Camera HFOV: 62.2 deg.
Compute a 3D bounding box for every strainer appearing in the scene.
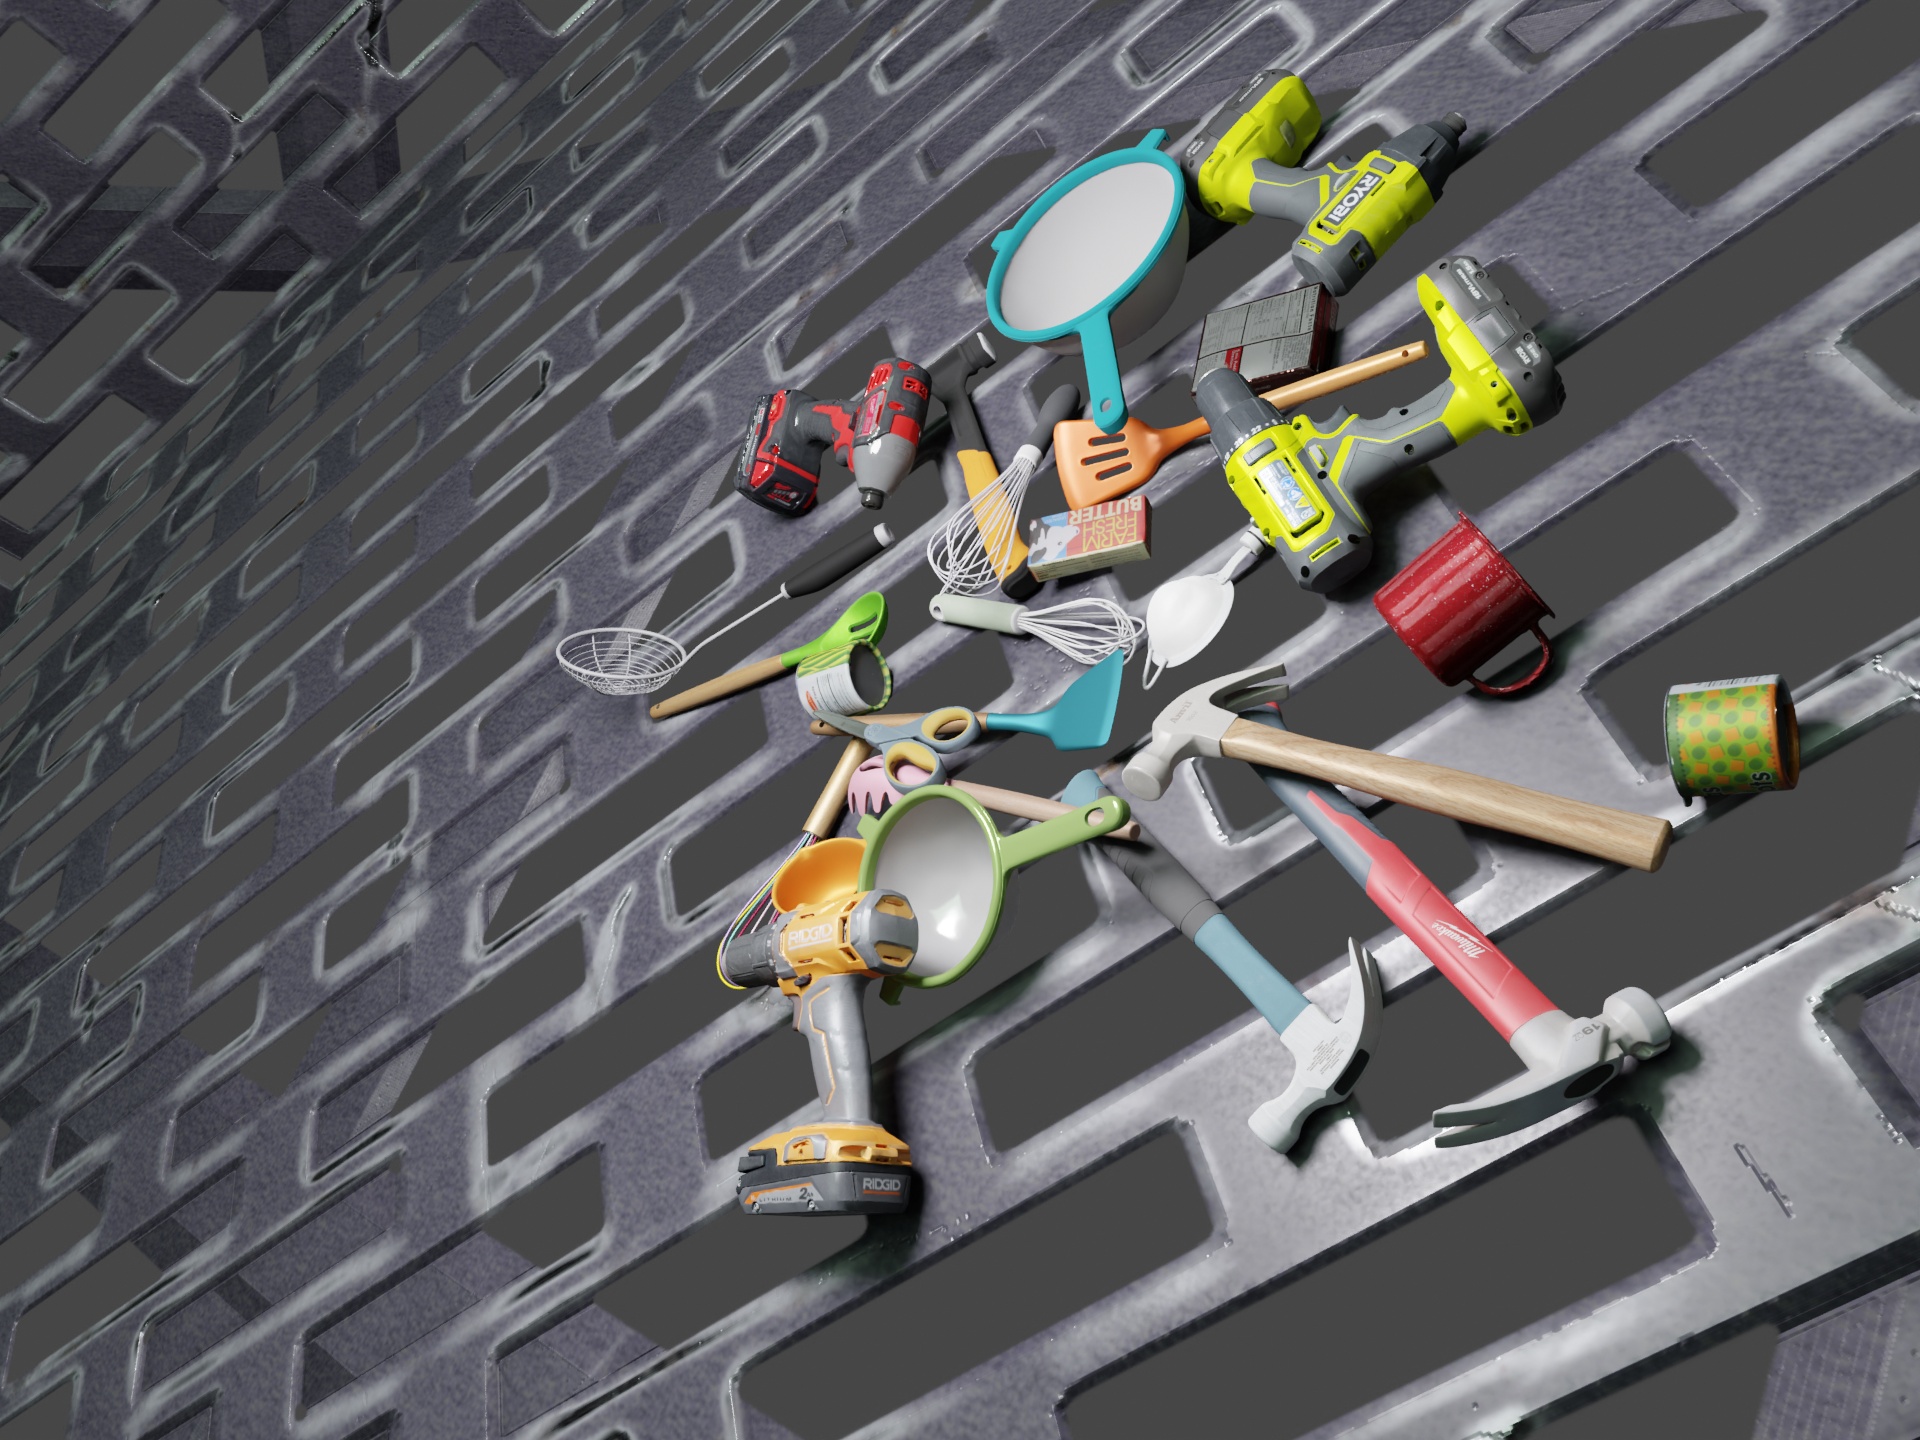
[{"bbox_3d":[0.034,0.108,1.164,0.256,0.069,0.152,-26,63,36],"label":"strainer"},{"bbox_3d":[0.136,-0.355,1.405,0.211,0.095,0.341,-27,47,28],"label":"strainer"},{"bbox_3d":[0.217,-0.132,1.220,0.258,0.050,0.087,-46,27,0],"label":"strainer"}]

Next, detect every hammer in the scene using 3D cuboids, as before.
[{"bbox_3d":[0.250,0.099,0.995,0.143,0.038,0.387,-23,38,-10],"label":"hammer"},{"bbox_3d":[0.275,0.035,1.008,0.331,0.031,0.130,15,49,34],"label":"hammer"},{"bbox_3d":[0.011,-0.227,1.468,0.127,0.034,0.337,-34,45,17],"label":"hammer"},{"bbox_3d":[0.161,0.135,1.081,0.128,0.033,0.331,-48,42,5],"label":"hammer"}]

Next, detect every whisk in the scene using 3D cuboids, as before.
[{"bbox_3d":[-0.139,0.115,1.350,0.047,0.051,0.245,6,63,49],"label":"whisk"},{"bbox_3d":[0.045,-0.204,1.370,0.070,0.070,0.285,-7,39,38],"label":"whisk"},{"bbox_3d":[0.057,-0.083,1.323,0.059,0.057,0.246,-31,28,-32],"label":"whisk"}]

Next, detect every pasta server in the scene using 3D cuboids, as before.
[{"bbox_3d":[0.017,0.064,1.225,0.060,0.040,0.316,-36,30,-33],"label":"pasta server"}]

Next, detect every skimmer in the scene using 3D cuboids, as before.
[{"bbox_3d":[-0.234,-0.122,1.564,0.363,0.090,0.127,-28,15,20],"label":"skimmer"}]

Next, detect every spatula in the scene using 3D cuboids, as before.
[{"bbox_3d":[0.219,-0.247,1.280,0.322,0.041,0.081,-14,86,38],"label":"spatula"},{"bbox_3d":[-0.002,-0.004,1.302,0.317,0.044,0.082,-3,64,33],"label":"spatula"}]

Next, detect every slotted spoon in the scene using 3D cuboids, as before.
[{"bbox_3d":[-0.185,-0.051,1.519,0.314,0.031,0.070,-19,50,33],"label":"slotted spoon"}]

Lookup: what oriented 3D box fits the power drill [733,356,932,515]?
[{"bbox_3d":[-0.122,-0.266,1.550,0.220,0.078,0.143,-1,73,48],"label":"power drill"}]

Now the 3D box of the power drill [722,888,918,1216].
[{"bbox_3d":[-0.113,0.246,1.171,0.185,0.084,0.226,-17,64,40],"label":"power drill"}]

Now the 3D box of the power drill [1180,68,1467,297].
[{"bbox_3d":[0.307,-0.469,1.355,0.171,0.080,0.223,-47,45,4],"label":"power drill"}]

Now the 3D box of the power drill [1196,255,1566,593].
[{"bbox_3d":[0.296,-0.228,1.155,0.228,0.080,0.191,-34,66,16],"label":"power drill"}]

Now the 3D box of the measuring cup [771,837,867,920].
[{"bbox_3d":[-0.066,0.121,1.284,0.173,0.052,0.095,-31,33,-12],"label":"measuring cup"}]
